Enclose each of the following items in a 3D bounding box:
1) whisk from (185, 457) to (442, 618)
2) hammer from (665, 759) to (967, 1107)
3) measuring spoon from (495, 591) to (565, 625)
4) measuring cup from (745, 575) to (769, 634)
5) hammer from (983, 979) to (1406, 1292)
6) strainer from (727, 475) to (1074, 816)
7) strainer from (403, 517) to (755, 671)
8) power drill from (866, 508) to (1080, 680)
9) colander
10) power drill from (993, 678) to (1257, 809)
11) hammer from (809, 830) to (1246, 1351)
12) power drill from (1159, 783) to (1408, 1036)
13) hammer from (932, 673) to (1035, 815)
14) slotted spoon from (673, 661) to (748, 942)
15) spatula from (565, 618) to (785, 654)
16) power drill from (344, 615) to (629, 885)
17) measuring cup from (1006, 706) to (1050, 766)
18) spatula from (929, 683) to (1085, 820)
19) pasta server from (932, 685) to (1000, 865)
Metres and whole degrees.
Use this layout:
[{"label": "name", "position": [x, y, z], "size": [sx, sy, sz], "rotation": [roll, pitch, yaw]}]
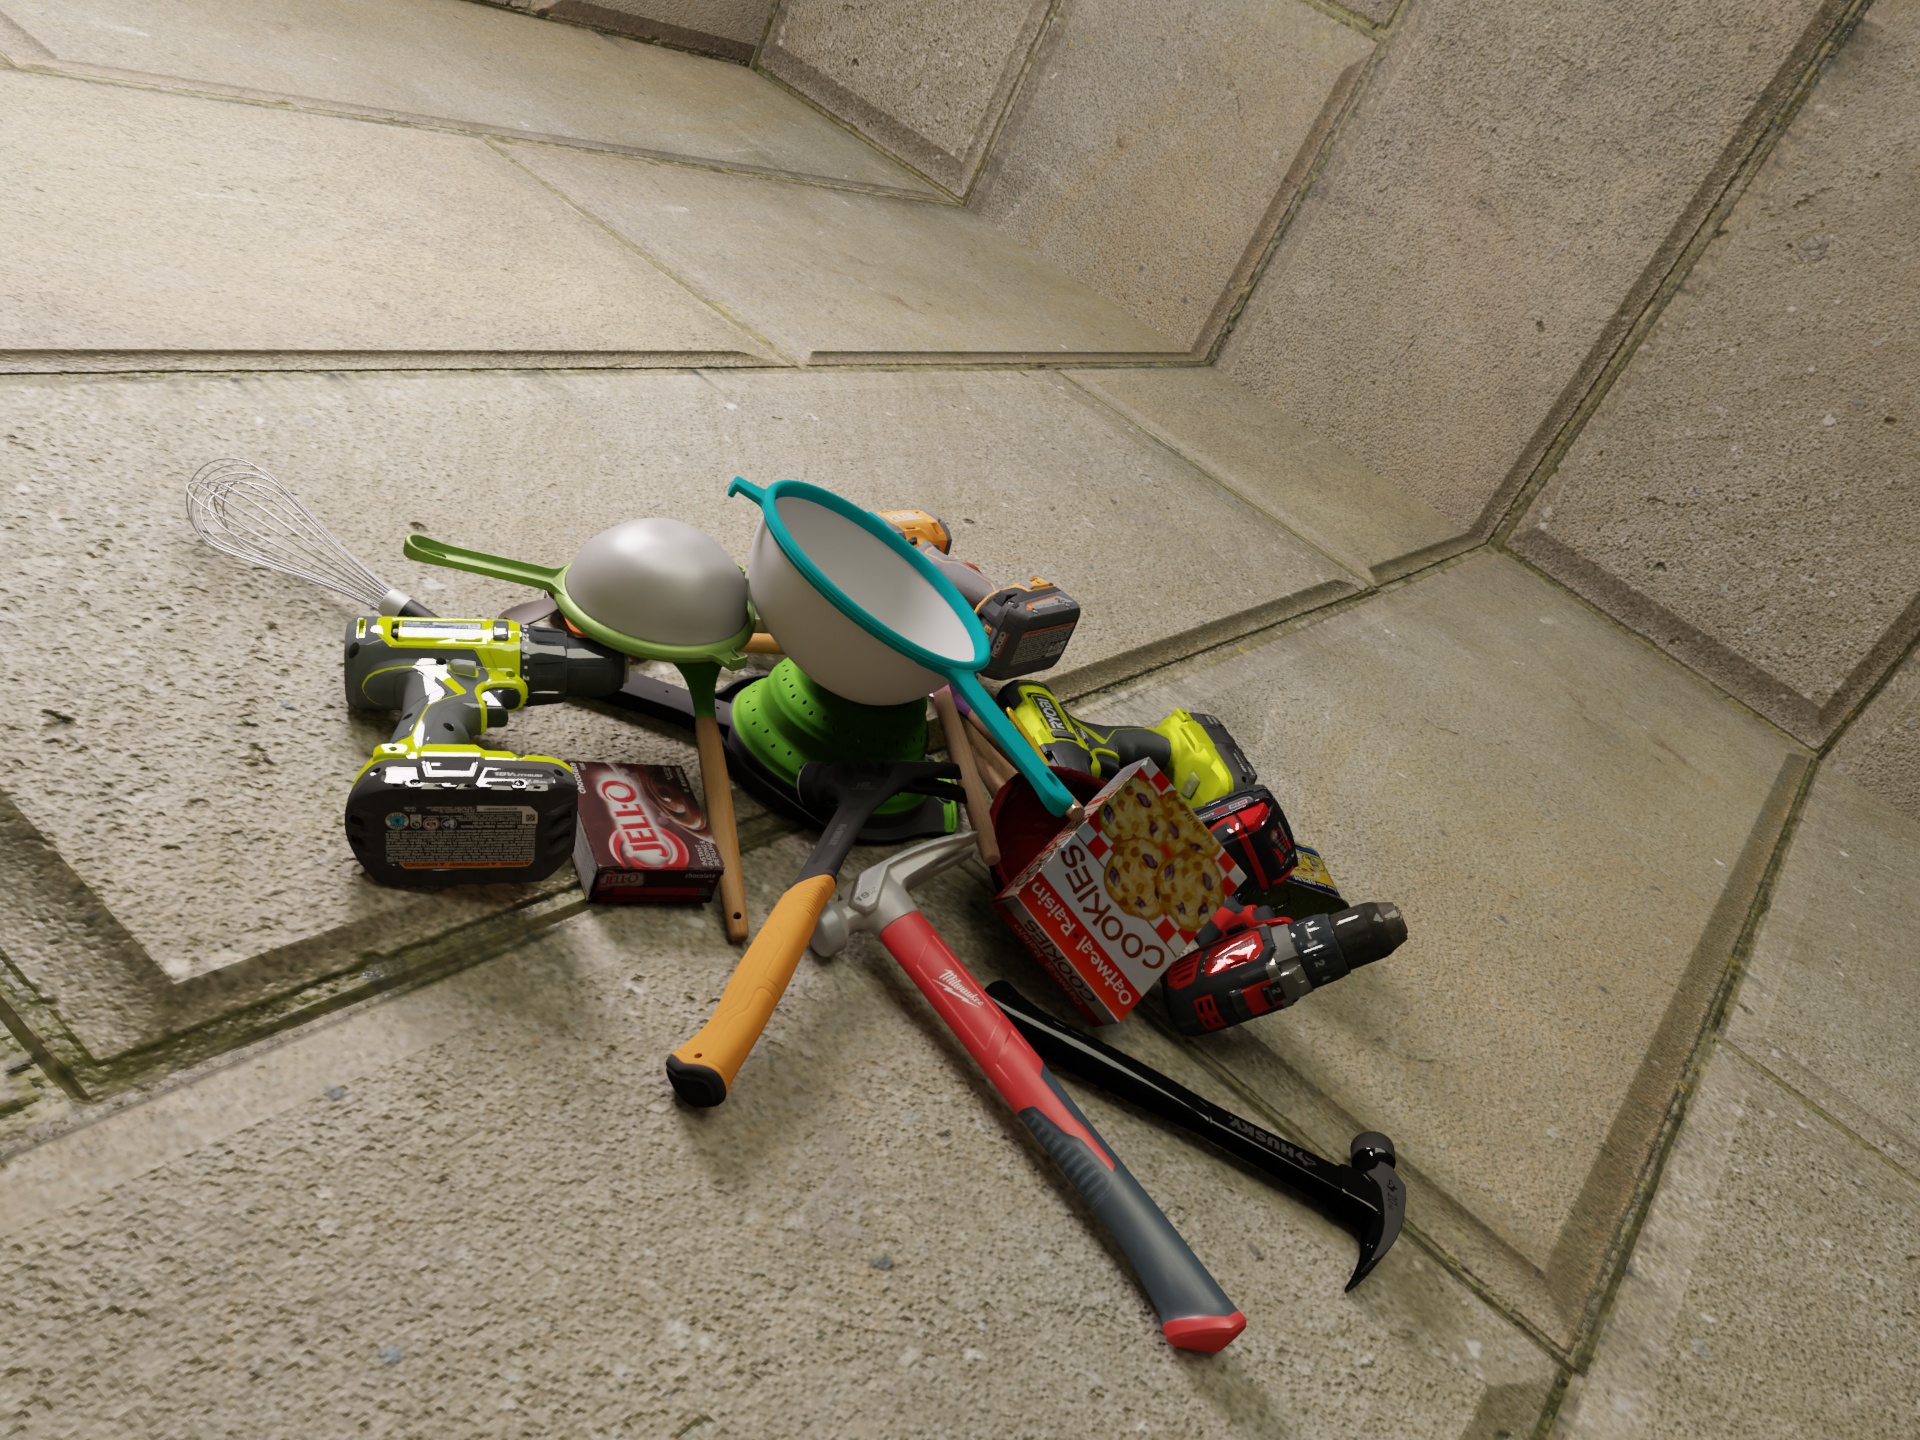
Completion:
[{"label": "whisk", "position": [-0.448, -0.101, 1.182], "size": [0.284, 0.070, 0.070], "rotation": [32, 27, -3]}, {"label": "hammer", "position": [-0.100, 0.127, 1.049], "size": [0.127, 0.034, 0.337], "rotation": [0, 31, 19]}, {"label": "measuring spoon", "position": [-0.340, -0.083, 1.269], "size": [0.034, 0.018, 0.124], "rotation": [35, 19, 3]}, {"label": "measuring cup", "position": [-0.242, -0.117, 1.418], "size": [0.167, 0.038, 0.083], "rotation": [26, 27, 0]}, {"label": "hammer", "position": [0.156, 0.273, 1.106], "size": [0.335, 0.035, 0.146], "rotation": [28, 26, 0]}, {"label": "strainer", "position": [-0.048, -0.035, 1.184], "size": [0.341, 0.095, 0.211], "rotation": [51, 22, 22]}, {"label": "strainer", "position": [-0.268, -0.119, 1.154], "size": [0.256, 0.069, 0.152], "rotation": [12, 31, -15]}, {"label": "power drill", "position": [-0.022, -0.126, 1.492], "size": [0.226, 0.084, 0.185], "rotation": [35, 27, 24]}, {"label": "colander", "position": [-0.166, -0.026, 1.261], "size": [0.397, 0.094, 0.205], "rotation": [19, 28, -18]}, {"label": "power drill", "position": [0.152, 0.042, 1.467], "size": [0.223, 0.080, 0.171], "rotation": [9, 32, -26]}, {"label": "hammer", "position": [0.058, 0.233, 1.038], "size": [0.143, 0.038, 0.387], "rotation": [-26, 58, -27]}, {"label": "power drill", "position": [0.243, 0.144, 1.265], "size": [0.227, 0.188, 0.080], "rotation": [-89, 154, -62]}, {"label": "hammer", "position": [-0.003, -0.011, 1.418], "size": [0.130, 0.031, 0.332], "rotation": [15, 22, -27]}, {"label": "slotted spoon", "position": [-0.179, 0.021, 1.156], "size": [0.070, 0.031, 0.314], "rotation": [-5, 54, -14]}, {"label": "spatula", "position": [-0.182, -0.074, 1.360], "size": [0.322, 0.041, 0.081], "rotation": [1, 34, -25]}, {"label": "power drill", "position": [-0.313, 0.006, 1.056], "size": [0.190, 0.080, 0.229], "rotation": [1, 34, -17]}, {"label": "measuring cup", "position": [0.072, 0.061, 1.333], "size": [0.156, 0.029, 0.062], "rotation": [58, 13, -4]}, {"label": "spatula", "position": [0.025, 0.006, 1.298], "size": [0.059, 0.018, 0.316], "rotation": [-3, 24, -24]}, {"label": "pasta server", "position": [-0.002, -0.004, 1.270], "size": [0.060, 0.040, 0.317], "rotation": [54, 13, -41]}]
